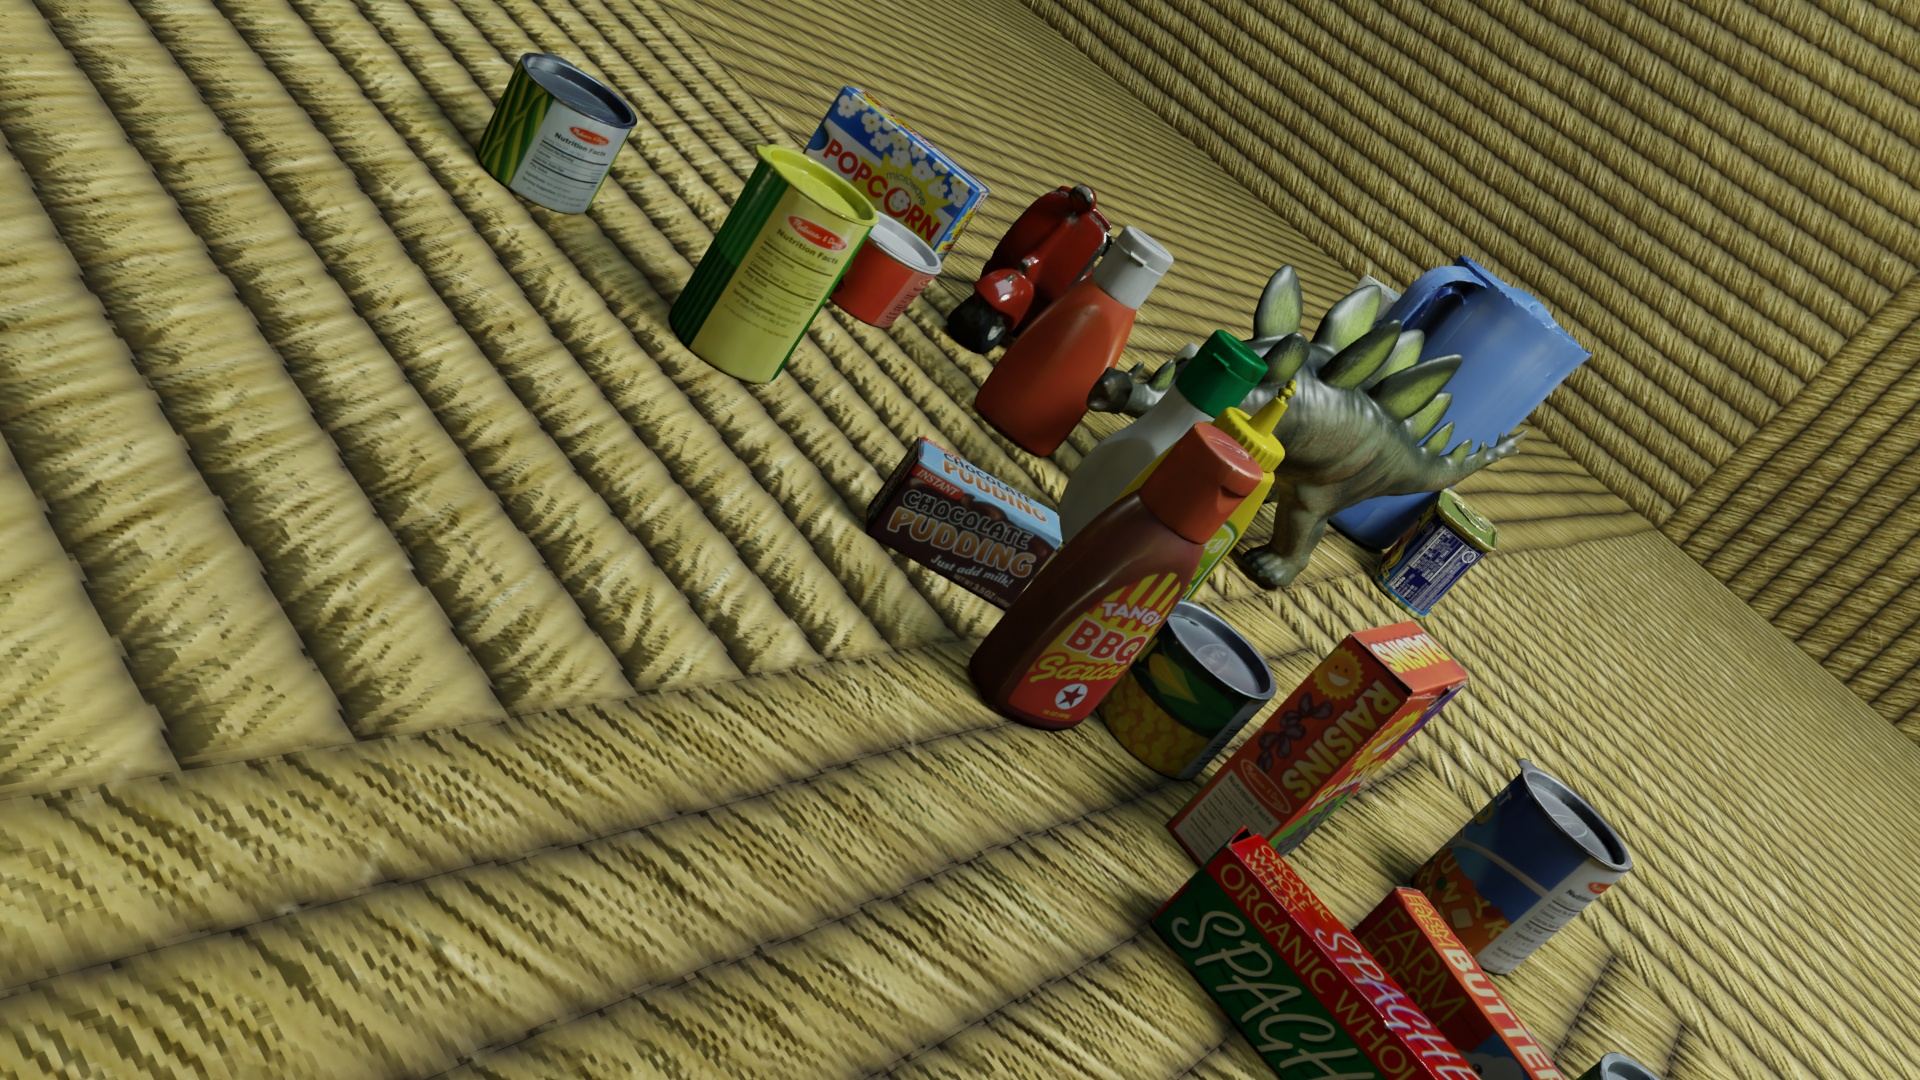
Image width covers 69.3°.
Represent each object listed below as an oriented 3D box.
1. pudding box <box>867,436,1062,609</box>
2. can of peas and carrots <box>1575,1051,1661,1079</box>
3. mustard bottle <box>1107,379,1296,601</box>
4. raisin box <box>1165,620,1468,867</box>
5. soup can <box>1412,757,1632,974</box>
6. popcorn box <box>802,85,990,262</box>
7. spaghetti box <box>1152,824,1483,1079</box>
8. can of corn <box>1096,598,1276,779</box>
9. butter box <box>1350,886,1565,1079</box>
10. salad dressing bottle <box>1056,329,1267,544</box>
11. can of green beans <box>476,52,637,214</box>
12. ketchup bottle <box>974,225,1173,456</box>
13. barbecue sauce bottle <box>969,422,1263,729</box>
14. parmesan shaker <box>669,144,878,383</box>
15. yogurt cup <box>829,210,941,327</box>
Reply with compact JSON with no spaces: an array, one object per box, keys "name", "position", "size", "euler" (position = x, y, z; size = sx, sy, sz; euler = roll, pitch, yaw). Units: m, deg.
[{"name":"pudding box","position":[0.002,-0.008,0.673],"size":[0.083,0.049,0.030],"euler":[30,24,-17]},{"name":"can of peas and carrots","position":[0.256,0.247,0.543],"size":[0.071,0.058,0.071],"euler":[31,24,-15]},{"name":"mustard bottle","position":[0.122,-0.020,0.724],"size":[0.065,0.159,0.049],"euler":[20,28,-35]},{"name":"raisin box","position":[0.158,0.093,0.611],"size":[0.040,0.123,0.086],"euler":[49,25,25]},{"name":"soup can","position":[0.279,0.164,0.699],"size":[0.071,0.083,0.072],"euler":[31,24,-15]},{"name":"popcorn box","position":[-0.053,-0.260,1.018],"size":[0.127,0.085,0.038],"euler":[40,23,7]},{"name":"spaghetti box","position":[0.168,0.213,0.494],"size":[0.250,0.050,0.029],"euler":[48,25,24]},{"name":"can of corn","position":[0.104,0.069,0.662],"size":[0.071,0.058,0.071],"euler":[31,24,-15]},{"name":"butter box","position":[0.192,0.196,0.556],"size":[0.024,0.053,0.104],"euler":[16,31,-41]},{"name":"salad dressing bottle","position":[0.113,-0.051,0.785],"size":[0.064,0.147,0.044],"euler":[47,24,21]},{"name":"can of green beans","position":[-0.216,-0.217,0.743],"size":[0.071,0.057,0.071],"euler":[31,24,-15]},{"name":"ketchup bottle","position":[0.074,-0.126,0.868],"size":[0.065,0.148,0.044],"euler":[37,23,0]},{"name":"barbecue sauce bottle","position":[0.069,0.016,0.596],"size":[0.065,0.148,0.044],"euler":[17,30,-39]},{"name":"parmesan shaker","position":[-0.099,-0.141,0.710],"size":[0.071,0.102,0.071],"euler":[31,24,-15]},{"name":"yogurt cup","position":[-0.054,-0.175,0.899],"size":[0.072,0.053,0.073],"euler":[31,24,-15]}]
